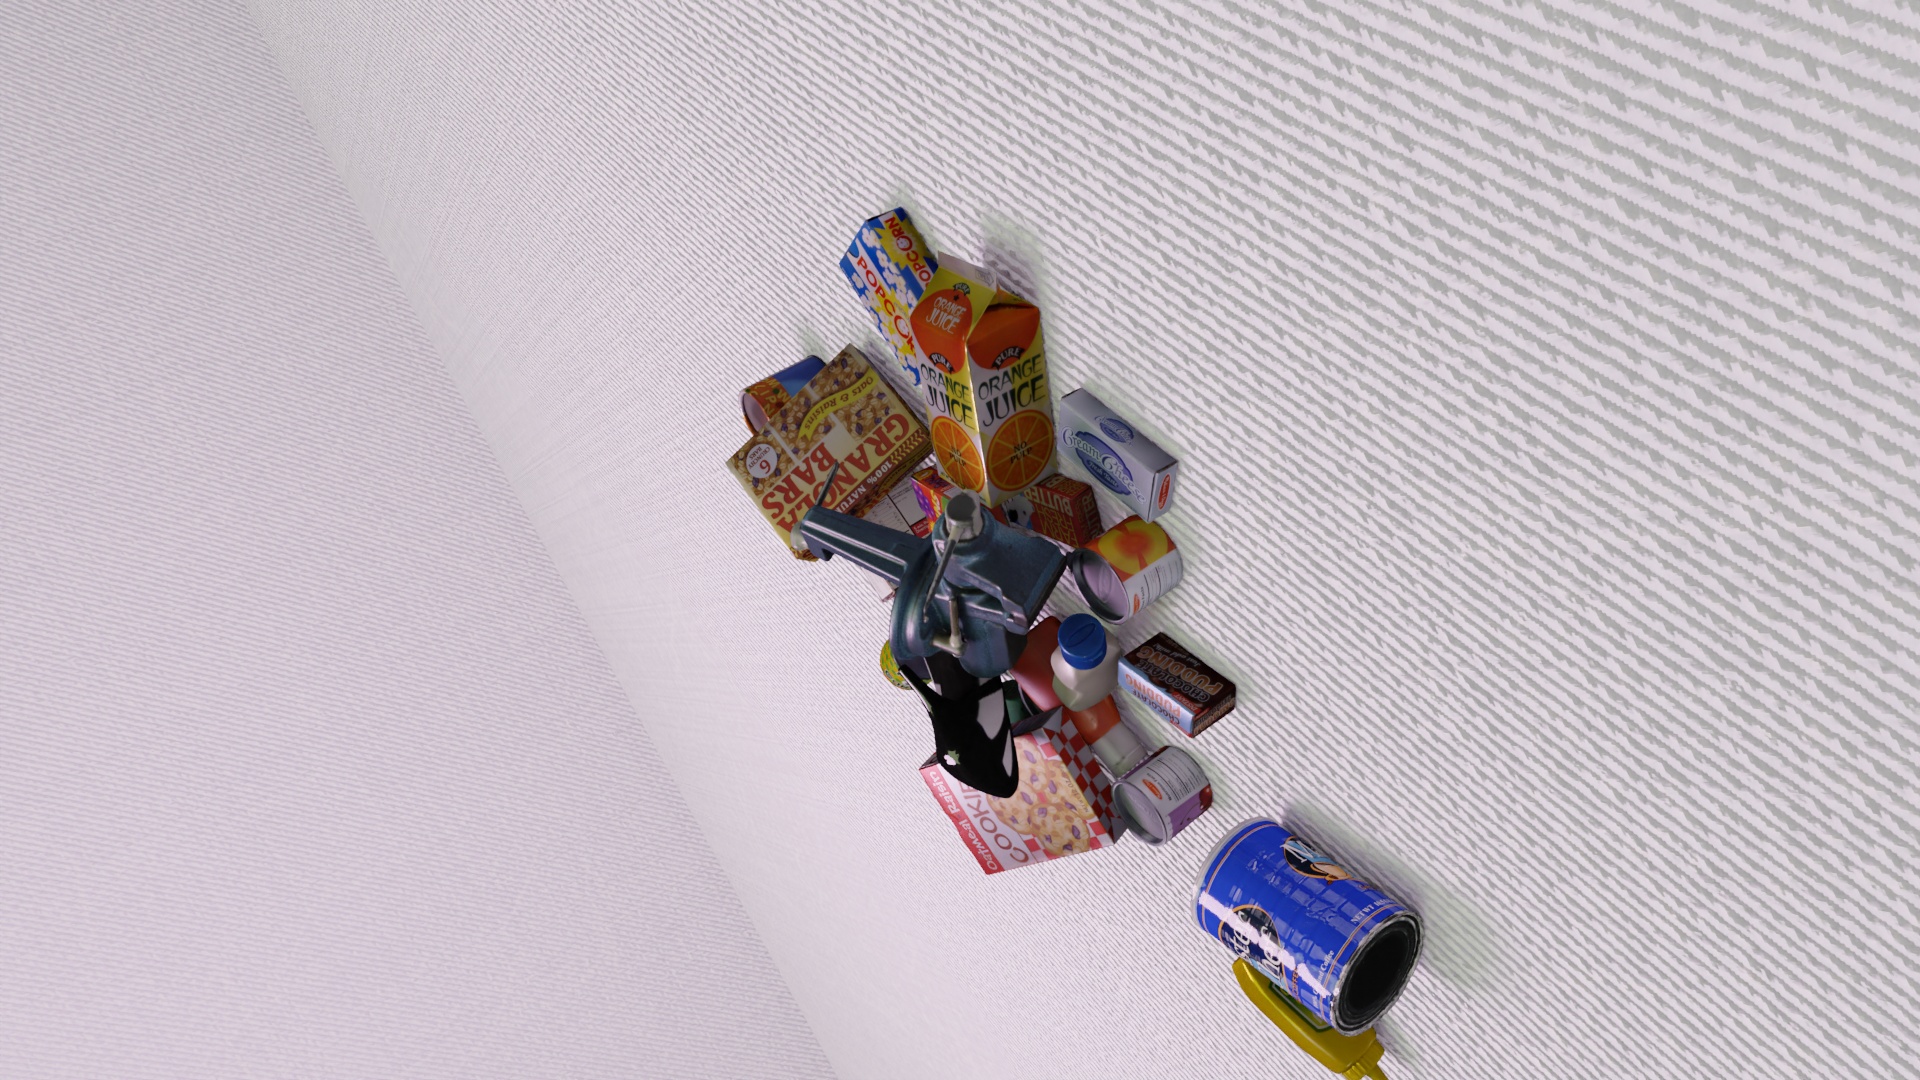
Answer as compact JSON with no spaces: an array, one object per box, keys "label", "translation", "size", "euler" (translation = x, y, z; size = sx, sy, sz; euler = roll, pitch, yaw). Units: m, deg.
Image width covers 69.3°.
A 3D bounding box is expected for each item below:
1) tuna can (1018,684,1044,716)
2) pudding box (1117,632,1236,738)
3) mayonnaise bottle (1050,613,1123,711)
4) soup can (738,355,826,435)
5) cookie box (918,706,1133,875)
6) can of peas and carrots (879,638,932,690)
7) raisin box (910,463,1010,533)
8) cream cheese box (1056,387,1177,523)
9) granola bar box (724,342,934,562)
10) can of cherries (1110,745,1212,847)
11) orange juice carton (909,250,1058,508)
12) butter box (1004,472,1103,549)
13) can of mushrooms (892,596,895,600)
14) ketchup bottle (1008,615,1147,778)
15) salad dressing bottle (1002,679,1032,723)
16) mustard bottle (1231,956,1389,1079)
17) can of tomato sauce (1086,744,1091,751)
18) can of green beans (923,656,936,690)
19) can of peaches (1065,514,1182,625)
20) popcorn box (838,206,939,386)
[{"label":"tuna can","translation":[0.086,0.143,1.288],"size":[0.071,0.033,0.070],"euler":[42,150,32]},{"label":"pudding box","translation":[0.168,0.113,1.085],"size":[0.084,0.050,0.030],"euler":[37,145,39]},{"label":"mayonnaise bottle","translation":[0.102,0.096,1.125],"size":[0.041,0.065,0.147],"euler":[50,173,21]},{"label":"soup can","translation":[-0.169,-0.137,1.392],"size":[0.071,0.084,0.071],"euler":[42,149,32]},{"label":"cookie box","translation":[0.055,0.229,1.249],"size":[0.167,0.040,0.123],"euler":[-26,98,43]},{"label":"can of peas and carrots","translation":[-0.048,0.123,1.469],"size":[0.071,0.071,0.058],"euler":[56,155,7]},{"label":"raisin box","translation":[0.004,-0.015,1.231],"size":[0.123,0.040,0.085],"euler":[35,149,64]},{"label":"cream cheese box","translation":[0.113,-0.063,1.024],"size":[0.104,0.024,0.053],"euler":[43,150,32]},{"label":"granola bar box","translation":[-0.119,-0.080,1.281],"size":[0.124,0.165,0.039],"euler":[51,-170,19]},{"label":"can of cherries","translation":[0.171,0.219,1.184],"size":[0.071,0.058,0.071],"euler":[41,149,31]},{"label":"orange juice carton","translation":[0.017,-0.129,1.072],"size":[0.072,0.073,0.191],"euler":[33,144,43]},{"label":"butter box","translation":[0.073,-0.029,1.135],"size":[0.103,0.024,0.053],"euler":[24,139,52]},{"label":"can of mushrooms","translation":[-0.052,0.038,1.427],"size":[0.071,0.033,0.070],"euler":[43,151,31]},{"label":"ketchup bottle","translation":[0.104,0.141,1.225],"size":[0.149,0.064,0.043],"euler":[51,-163,9]},{"label":"salad dressing bottle","translation":[0.057,0.208,1.385],"size":[0.044,0.064,0.147],"euler":[23,130,40]},{"label":"mustard bottle","translation":[0.298,0.392,1.139],"size":[0.160,0.065,0.048],"euler":[45,157,17]},{"label":"can of tomato sauce","translation":[0.074,0.214,1.327],"size":[0.071,0.083,0.070],"euler":[42,150,32]},{"label":"can of green beans","translation":[0.001,0.125,1.385],"size":[0.071,0.071,0.057],"euler":[19,135,54]},{"label":"can of peaches","translation":[0.124,0.020,1.055],"size":[0.071,0.058,0.071],"euler":[43,151,32]},{"label":"popcorn box","translation":[-0.043,-0.200,1.147],"size":[0.126,0.038,0.085],"euler":[58,156,2]}]
